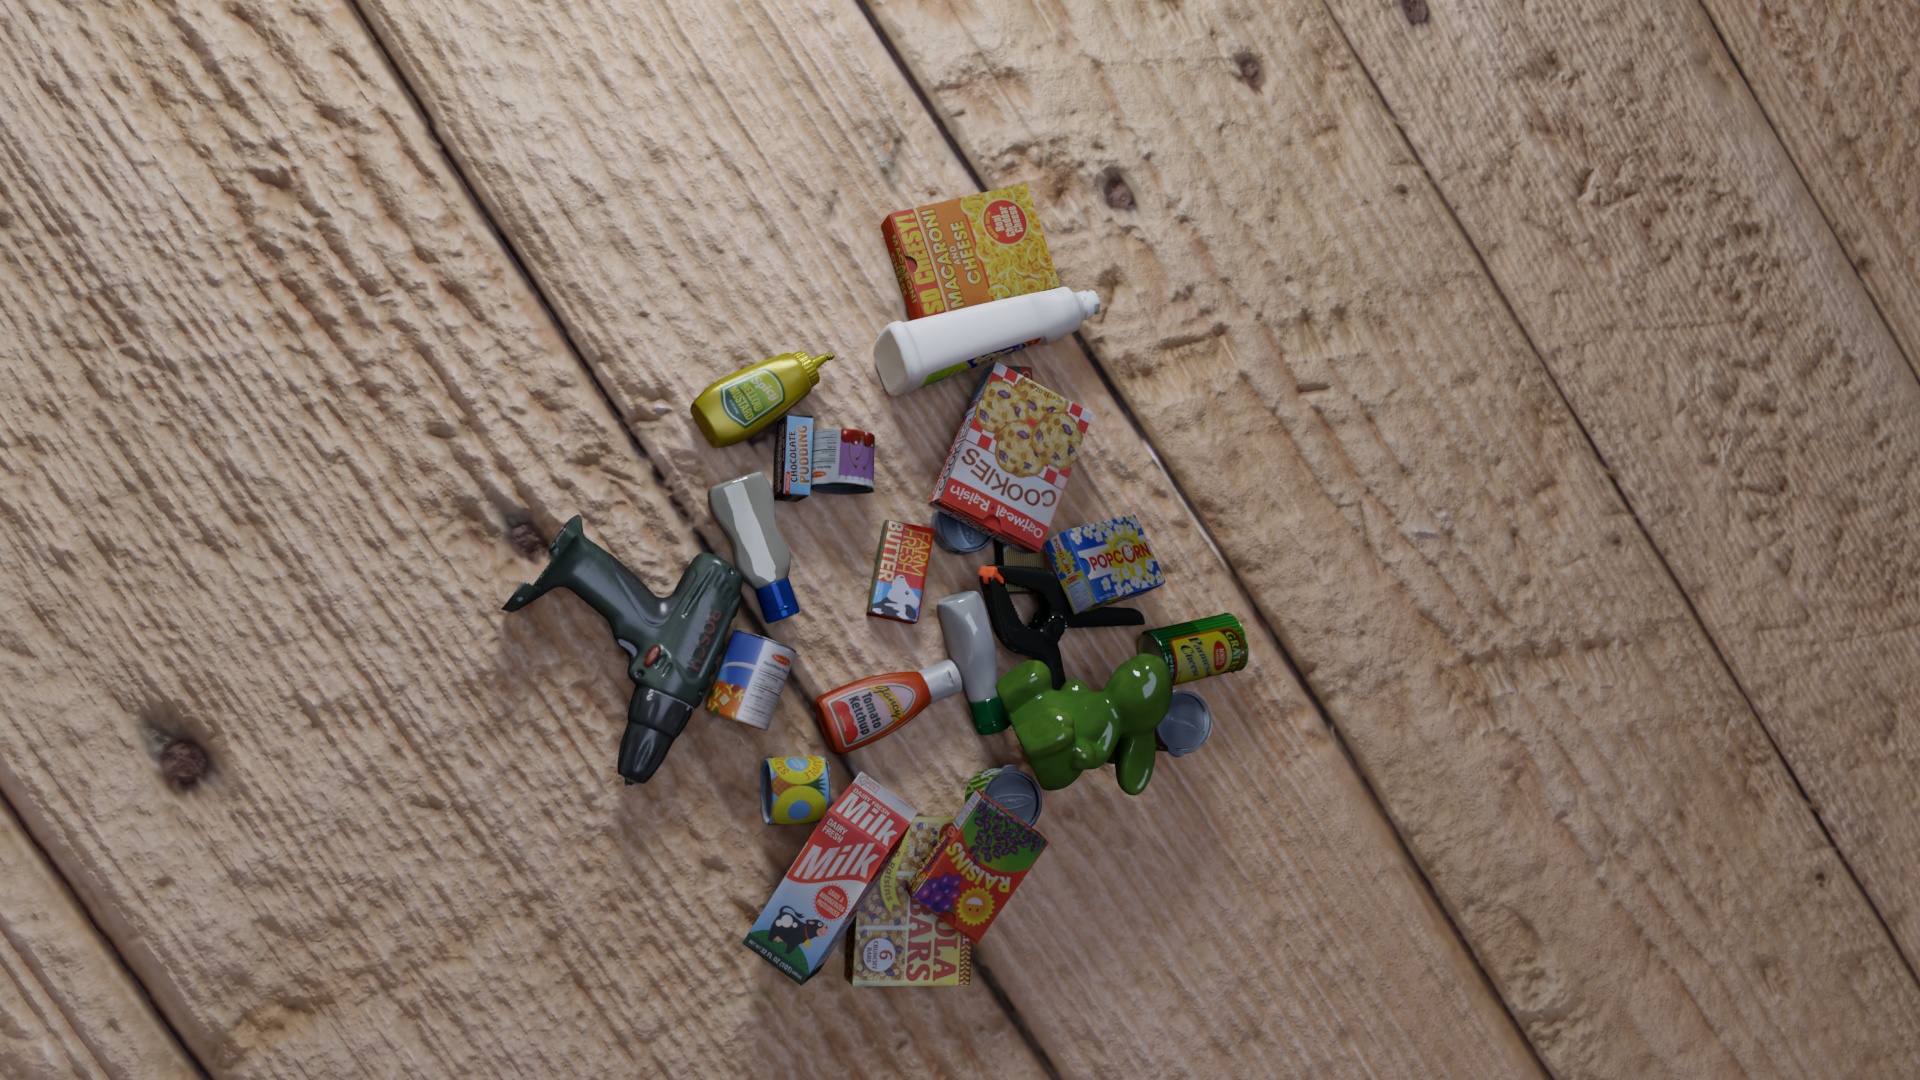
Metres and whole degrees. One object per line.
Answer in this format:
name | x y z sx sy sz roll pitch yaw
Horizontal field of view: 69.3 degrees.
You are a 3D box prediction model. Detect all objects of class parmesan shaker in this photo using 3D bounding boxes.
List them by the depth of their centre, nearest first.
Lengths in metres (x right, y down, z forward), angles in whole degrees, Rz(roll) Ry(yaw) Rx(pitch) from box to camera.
parmesan shaker | 0.255 0.124 1.528 0.103 0.071 0.071 -11 87 -19

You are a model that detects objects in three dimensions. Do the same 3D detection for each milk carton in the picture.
milk carton | -0.121 0.322 1.339 0.072 0.073 0.190 33 86 10

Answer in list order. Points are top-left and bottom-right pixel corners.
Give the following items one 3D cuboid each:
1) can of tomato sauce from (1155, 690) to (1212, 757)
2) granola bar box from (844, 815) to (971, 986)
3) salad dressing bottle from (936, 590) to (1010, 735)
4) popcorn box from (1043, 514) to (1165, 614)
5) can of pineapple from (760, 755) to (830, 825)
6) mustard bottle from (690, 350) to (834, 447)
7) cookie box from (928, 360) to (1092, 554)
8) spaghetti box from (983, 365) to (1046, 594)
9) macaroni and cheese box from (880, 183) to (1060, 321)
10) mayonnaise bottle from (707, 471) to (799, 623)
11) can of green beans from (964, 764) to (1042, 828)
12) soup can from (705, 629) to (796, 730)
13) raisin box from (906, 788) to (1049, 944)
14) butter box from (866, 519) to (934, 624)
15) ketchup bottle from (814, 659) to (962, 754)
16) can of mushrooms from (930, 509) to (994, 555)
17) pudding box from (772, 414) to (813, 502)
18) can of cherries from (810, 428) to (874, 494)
can of tomato sauce | 0.221 0.197 1.496 0.071 0.083 0.071 2 83 -18
granola bar box | -0.050 0.363 1.406 0.124 0.039 0.165 5 81 -17
salad dressing bottle | 0.016 0.128 1.450 0.044 0.064 0.147 -19 98 -30
popcorn box | 0.156 0.024 1.487 0.127 0.038 0.085 -13 76 -46
can of pineapple | -0.163 0.244 1.367 0.058 0.071 0.071 1 83 -18
mustard bottle | -0.195 -0.155 1.417 0.161 0.048 0.065 -34 96 -19
cookie box | 0.054 -0.086 1.464 0.123 0.040 0.168 26 73 -15
spaghetti box | 0.058 -0.067 1.504 0.050 0.028 0.250 -1 84 -20
macaroni and cheese box | 0.011 -0.311 1.513 0.167 0.040 0.123 -17 88 -20
mayonnaise bottle | -0.203 0.009 1.399 0.065 0.041 0.148 -20 91 -19
can of green beans | 0.044 0.270 1.440 0.071 0.057 0.071 2 83 -18
soup can | -0.209 0.137 1.369 0.071 0.071 0.084 22 78 -15
raisin box | 0.017 0.323 1.379 0.086 0.040 0.123 37 85 -11
butter box | -0.063 0.032 1.452 0.053 0.024 0.103 14 79 -16
ketchup bottle | -0.072 0.164 1.422 0.149 0.043 0.064 -20 90 -21
can of mushrooms | 0.005 -0.019 1.477 0.071 0.033 0.071 3 82 -18
pudding box | -0.171 -0.084 1.416 0.030 0.049 0.084 5 82 -20
can of cherries | -0.119 -0.081 1.427 0.071 0.071 0.058 3 81 -18
